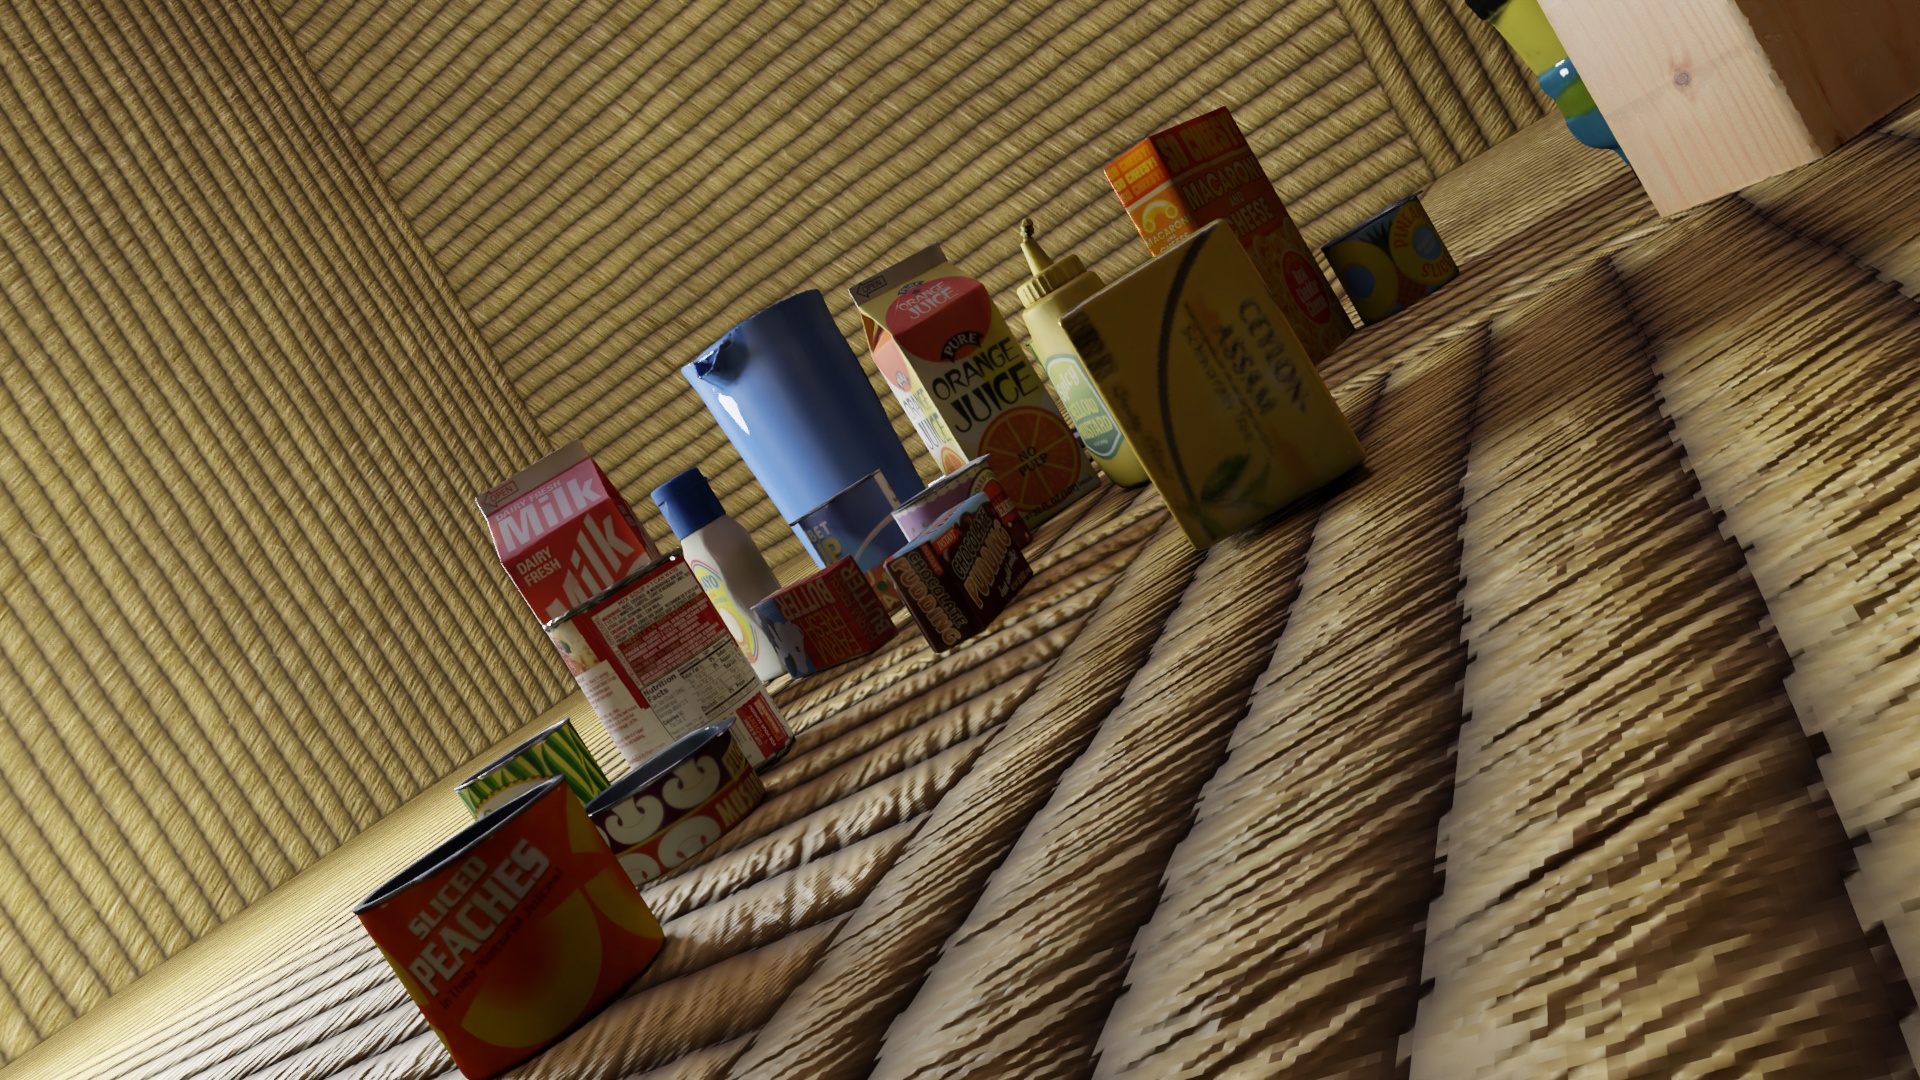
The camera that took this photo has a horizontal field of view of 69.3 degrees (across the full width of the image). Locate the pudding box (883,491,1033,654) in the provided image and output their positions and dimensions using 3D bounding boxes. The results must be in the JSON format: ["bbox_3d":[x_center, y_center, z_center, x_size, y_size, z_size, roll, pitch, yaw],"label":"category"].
[{"bbox_3d":[0.000,0.013,0.650,0.030,0.049,0.084,-30,5,24],"label":"pudding box"}]

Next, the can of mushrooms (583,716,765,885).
[{"bbox_3d":[-0.108,0.099,0.533,0.071,0.033,0.071,-31,4,3],"label":"can of mushrooms"}]

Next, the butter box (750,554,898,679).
[{"bbox_3d":[-0.080,0.046,0.800,0.024,0.053,0.103,-34,5,-34],"label":"butter box"}]

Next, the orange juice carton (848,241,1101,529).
[{"bbox_3d":[0.005,-0.098,0.910,0.072,0.192,0.073,-32,4,-14],"label":"orange juice carton"}]

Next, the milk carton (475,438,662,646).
[{"bbox_3d":[-0.202,0.038,0.812,0.072,0.190,0.073,-32,4,-6],"label":"milk carton"}]

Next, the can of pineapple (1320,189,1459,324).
[{"bbox_3d":[0.271,-0.177,0.873,0.071,0.058,0.071,-31,4,3],"label":"can of pineapple"}]

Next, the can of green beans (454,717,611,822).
[{"bbox_3d":[-0.216,0.134,0.718,0.071,0.058,0.071,-31,4,3],"label":"can of green beans"}]

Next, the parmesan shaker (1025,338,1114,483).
[{"bbox_3d":[0.093,-0.093,0.849,0.071,0.103,0.071,-31,4,3],"label":"parmesan shaker"}]

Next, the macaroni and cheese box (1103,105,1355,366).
[{"bbox_3d":[0.168,-0.176,0.854,0.040,0.166,0.124,-28,5,40],"label":"macaroni and cheese box"}]

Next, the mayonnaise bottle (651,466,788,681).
[{"bbox_3d":[-0.153,0.023,0.929,0.041,0.148,0.064,-34,5,-30],"label":"mayonnaise bottle"}]

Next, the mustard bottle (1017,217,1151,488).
[{"bbox_3d":[0.072,-0.107,0.774,0.049,0.160,0.065,-33,4,-22],"label":"mustard bottle"}]

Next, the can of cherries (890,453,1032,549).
[{"bbox_3d":[0.003,-0.010,0.830,0.071,0.058,0.071,-31,4,3],"label":"can of cherries"}]

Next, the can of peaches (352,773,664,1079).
[{"bbox_3d":[-0.127,0.109,0.394,0.071,0.058,0.071,-31,4,3],"label":"can of peaches"}]

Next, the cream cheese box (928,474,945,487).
[{"bbox_3d":[0.028,-0.042,1.038,0.103,0.053,0.024,-27,6,42],"label":"cream cheese box"}]

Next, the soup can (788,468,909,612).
[{"bbox_3d":[-0.063,0.006,0.930,0.071,0.083,0.071,-31,4,3],"label":"soup can"}]
